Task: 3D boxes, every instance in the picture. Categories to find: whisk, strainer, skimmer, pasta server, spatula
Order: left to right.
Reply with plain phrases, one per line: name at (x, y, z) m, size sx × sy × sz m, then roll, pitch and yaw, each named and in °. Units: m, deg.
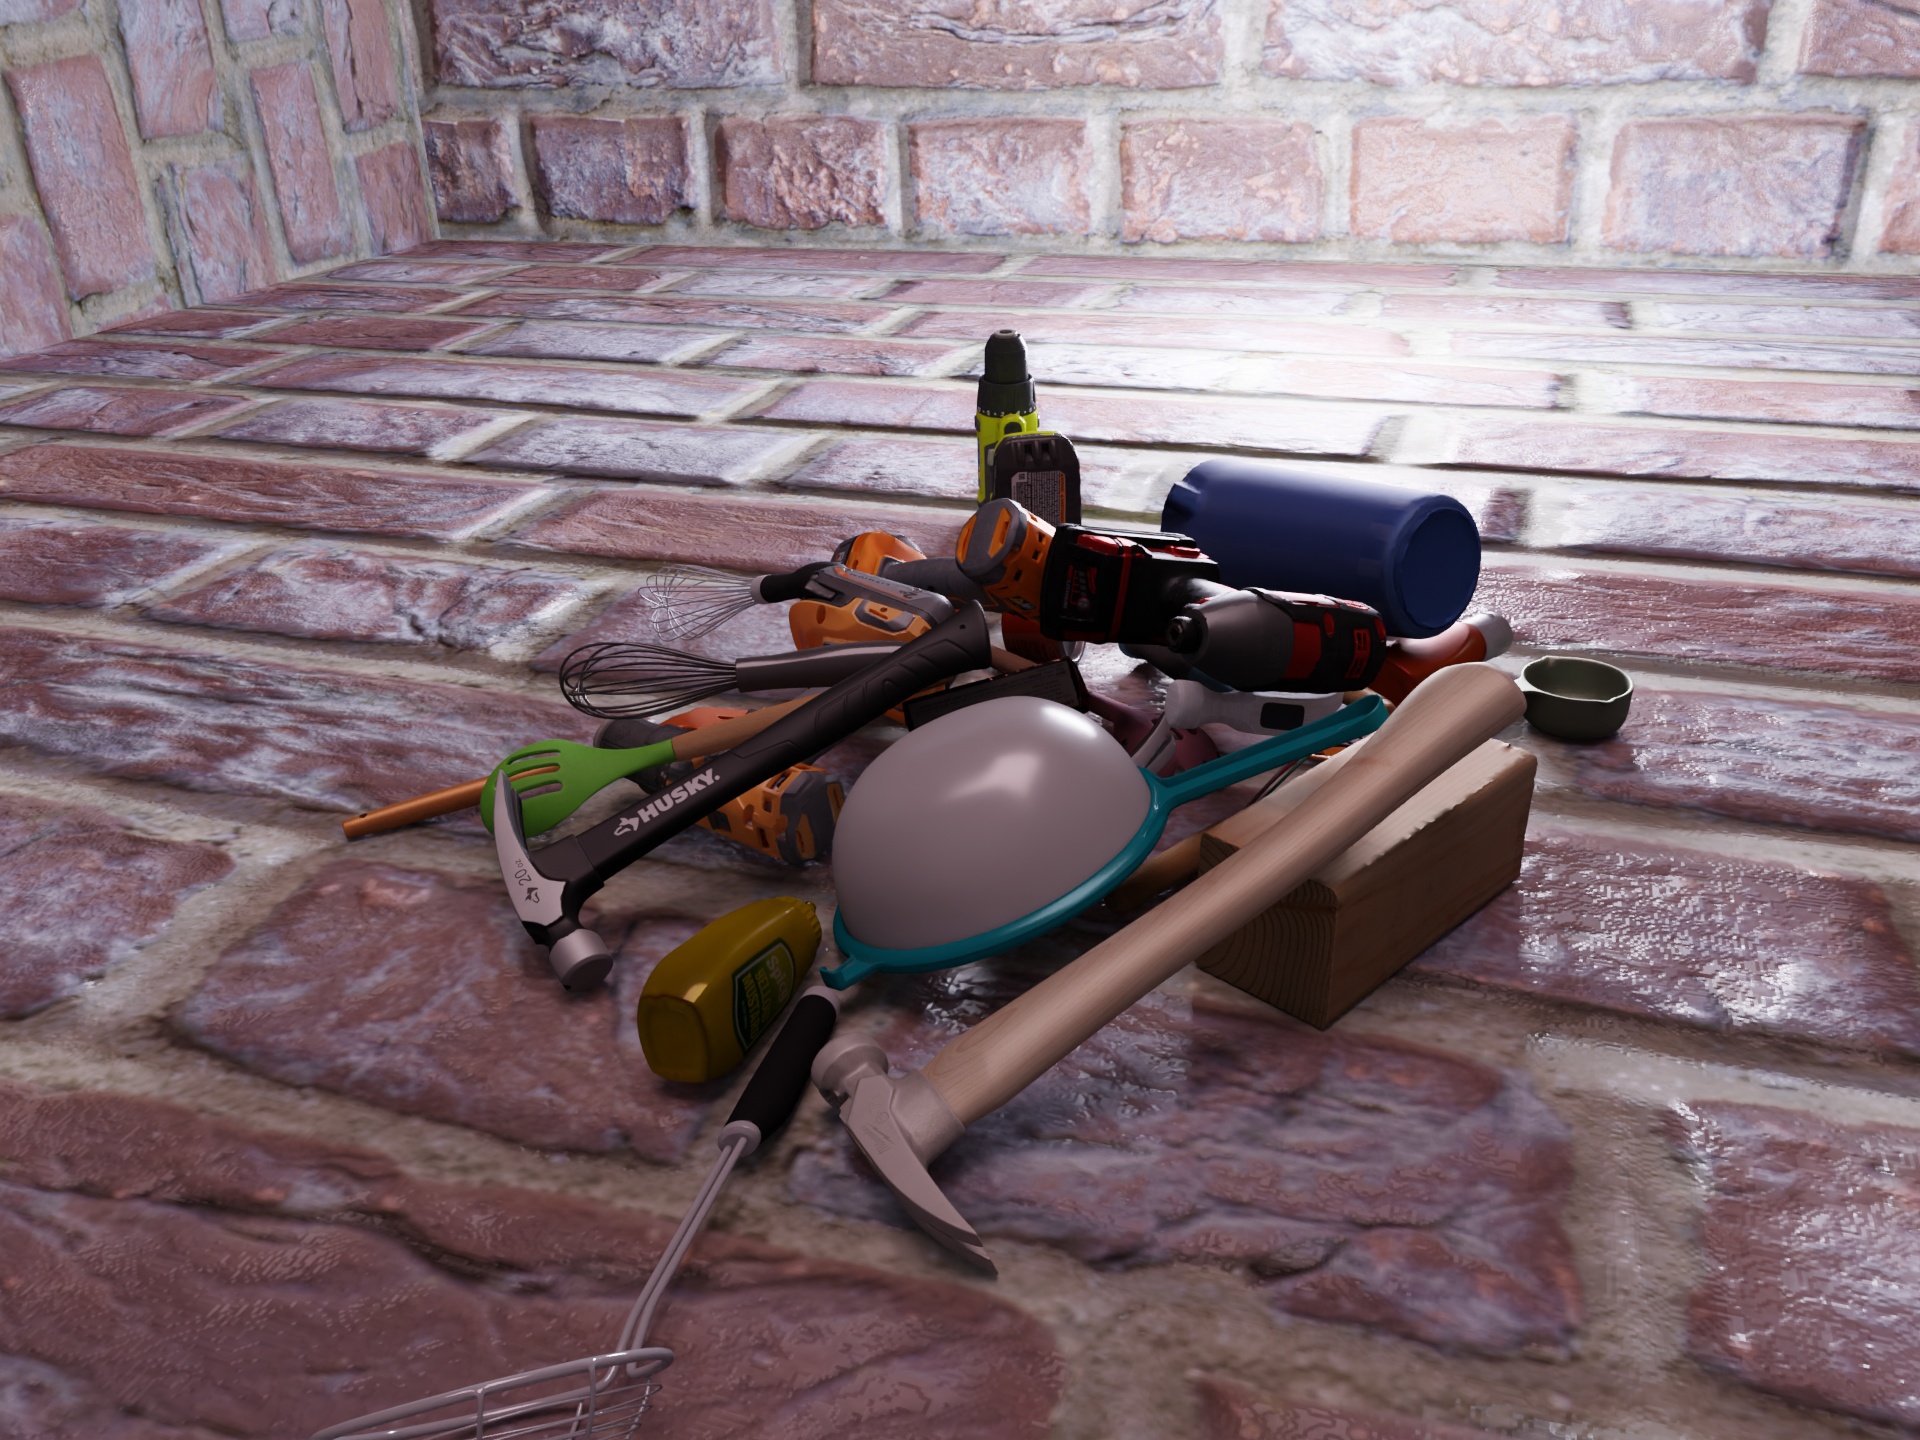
spatula at (-0.265, 0.038, 1.118) m, size 0.322 × 0.041 × 0.081 m, roll -17°, pitch 30°, yaw -19°
skimmer at (-0.135, 0.199, 0.694) m, size 0.127 × 0.090 × 0.363 m, roll -27°, pitch 14°, yaw 24°
whisk at (-0.142, -0.033, 1.031) m, size 0.239 × 0.055 × 0.055 m, roll -5°, pitch 26°, yaw 1°
whisk at (-0.172, -0.102, 1.274) m, size 0.070 × 0.070 × 0.285 m, roll -24°, pitch 14°, yaw -37°
pasta server at (0.083, -0.014, 1.194) m, size 0.060 × 0.040 × 0.316 m, roll -18°, pitch 26°, yaw -28°
strainer at (0.064, 0.024, 0.898) m, size 0.340 × 0.095 × 0.211 m, roll -22°, pitch 18°, yaw 14°
whisk at (0.185, 0.063, 1.005) m, size 0.245 × 0.051 × 0.047 m, roll -24°, pitch 39°, yaw -32°

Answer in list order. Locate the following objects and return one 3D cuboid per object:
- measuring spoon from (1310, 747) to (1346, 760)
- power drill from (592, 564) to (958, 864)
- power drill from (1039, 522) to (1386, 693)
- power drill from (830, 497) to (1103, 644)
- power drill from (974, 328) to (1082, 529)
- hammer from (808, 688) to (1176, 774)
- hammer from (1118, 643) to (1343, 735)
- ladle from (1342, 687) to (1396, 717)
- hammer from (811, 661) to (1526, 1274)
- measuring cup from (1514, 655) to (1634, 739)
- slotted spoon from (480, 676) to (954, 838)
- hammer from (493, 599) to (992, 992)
measuring spoon at (0.291, 0.031, 1.101) m, size 0.117 × 0.011 × 0.021 m, roll 8°, pitch 27°, yaw 28°
power drill at (-0.124, -0.011, 1.091) m, size 0.185 × 0.084 × 0.226 m, roll 18°, pitch 49°, yaw 26°
power drill at (0.146, -0.067, 1.005) m, size 0.143 × 0.078 × 0.220 m, roll 1°, pitch 14°, yaw -29°
power drill at (0.018, -0.091, 1.189) m, size 0.164 × 0.084 × 0.226 m, roll 28°, pitch -21°, yaw -36°
power drill at (0.055, -0.249, 1.498) m, size 0.080 × 0.190 × 0.229 m, roll -5°, pitch 30°, yaw -5°
hammer at (-0.002, -0.004, 1.144) m, size 0.127 × 0.034 × 0.337 m, roll -36°, pitch 37°, yaw -25°
hammer at (0.169, -0.034, 1.125) m, size 0.128 × 0.033 × 0.331 m, roll 6°, pitch 10°, yaw -9°
ladle at (0.255, -0.033, 1.135) m, size 0.069 × 0.031 × 0.315 m, roll -1°, pitch 11°, yaw -3°
hammer at (0.127, 0.099, 0.784) m, size 0.410 × 0.038 × 0.146 m, roll -34°, pitch 38°, yaw -14°
measuring cup at (0.398, -0.008, 1.140) m, size 0.167 × 0.038 × 0.083 m, roll -9°, pitch 26°, yaw -9°
slotted spoon at (-0.156, 0.010, 1.007) m, size 0.313 × 0.031 × 0.070 m, roll -16°, pitch 53°, yaw -2°
hammer at (-0.123, 0.019, 0.961) m, size 0.335 × 0.035 × 0.146 m, roll -31°, pitch 58°, yaw -14°
